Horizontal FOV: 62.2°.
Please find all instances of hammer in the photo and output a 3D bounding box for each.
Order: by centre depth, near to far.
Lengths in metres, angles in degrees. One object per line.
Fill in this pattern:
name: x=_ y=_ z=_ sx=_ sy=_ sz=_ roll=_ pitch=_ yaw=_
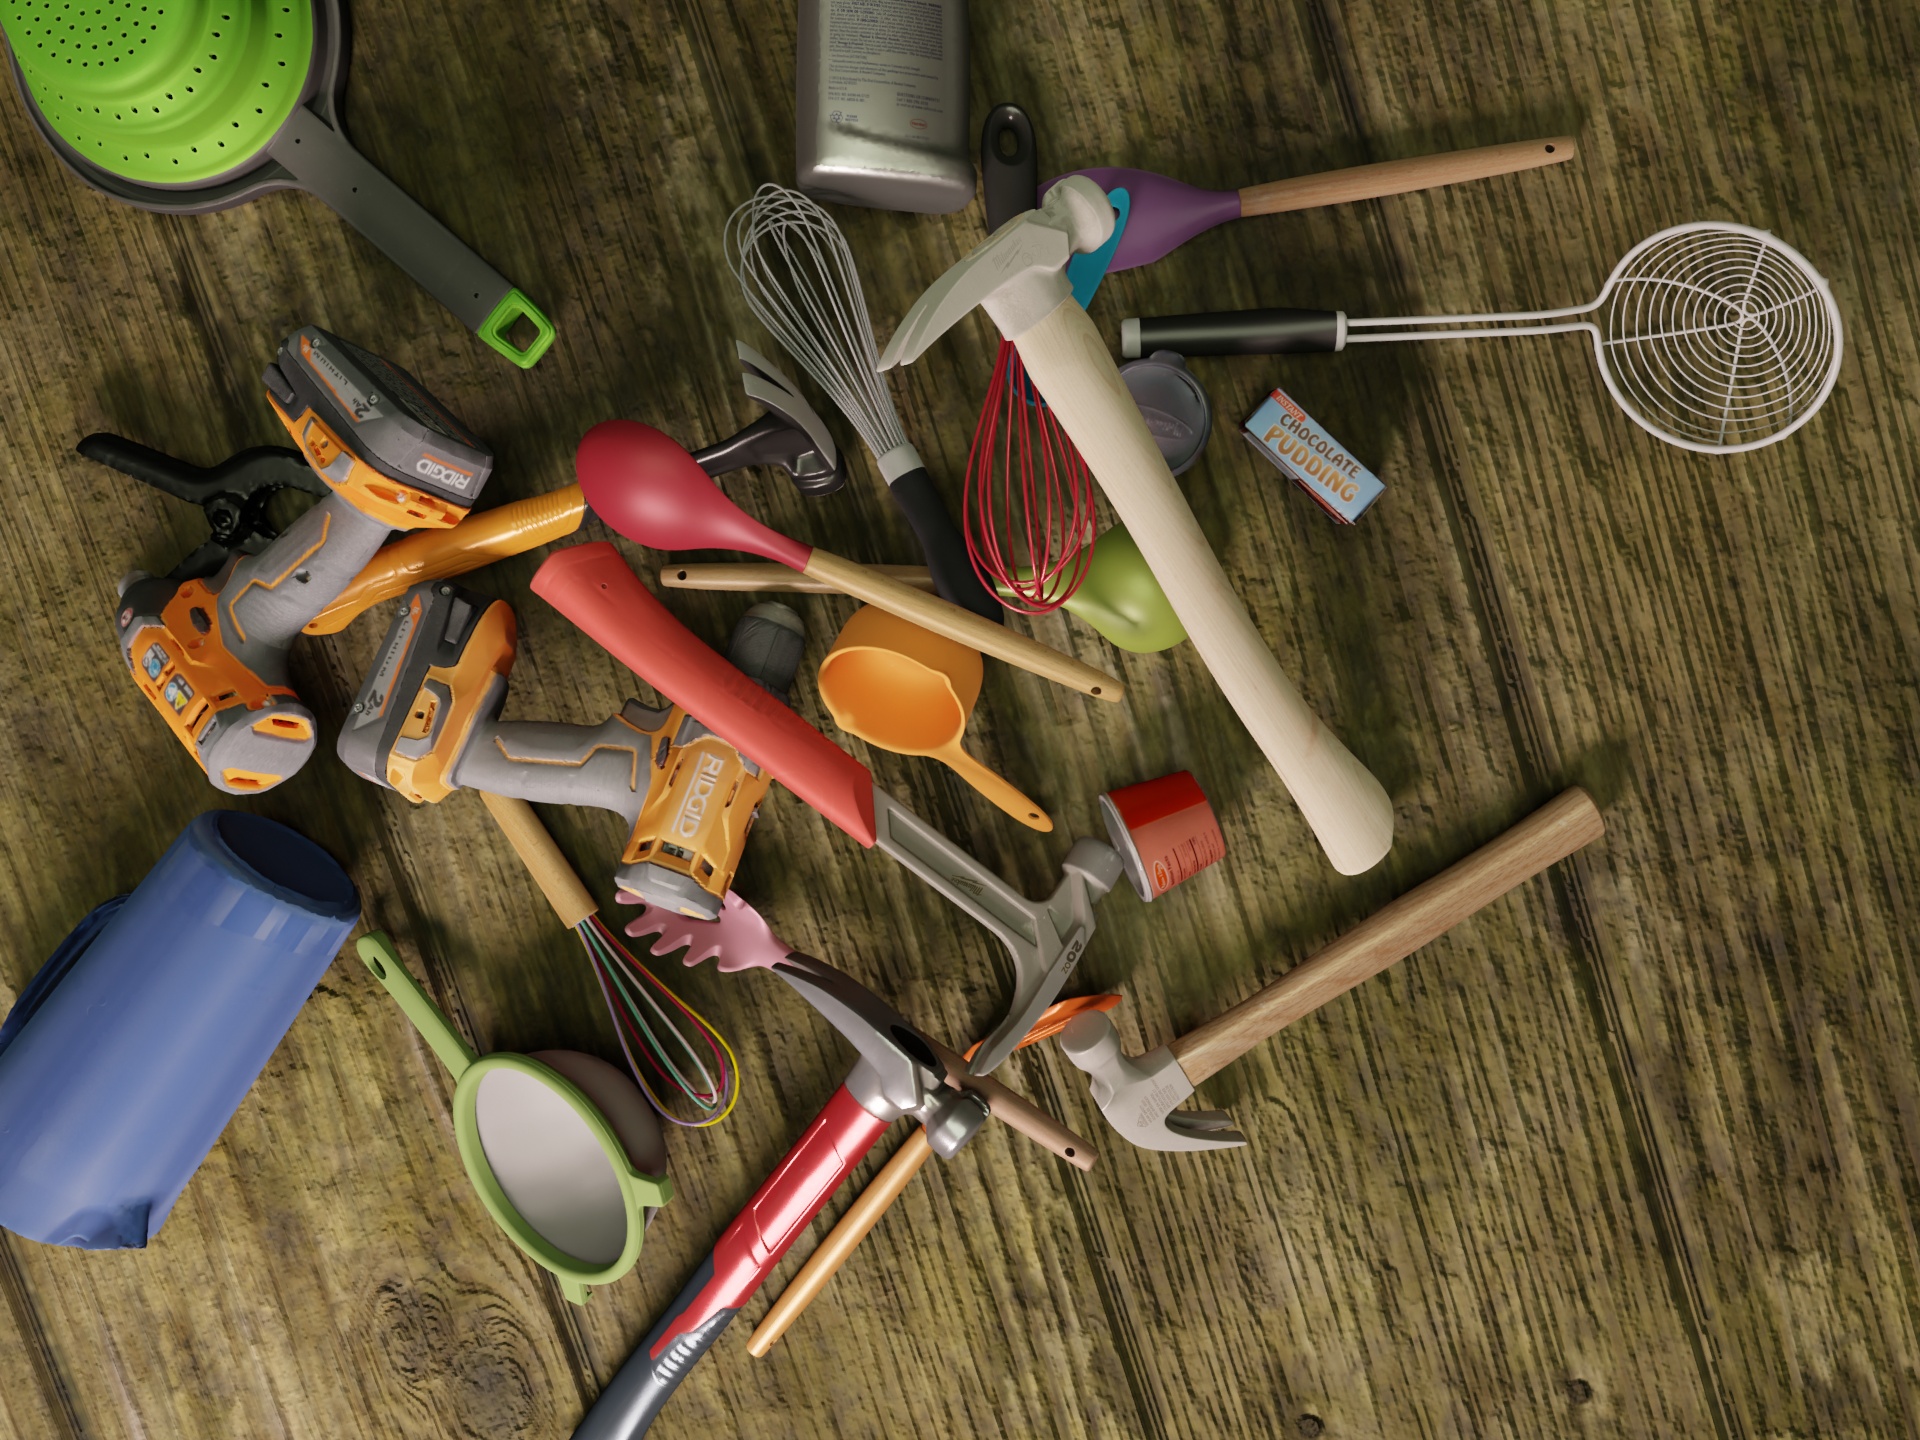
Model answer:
hammer: x=0.116 y=-0.070 z=0.838 sx=0.146 sy=0.038 sz=0.410 roll=-45 pitch=114 yaw=-23
hammer: x=-0.084 y=0.034 z=0.863 sx=0.359 sy=0.036 sz=0.149 roll=38 pitch=70 yaw=-8
hammer: x=-0.238 y=-0.116 z=0.895 sx=0.337 sy=0.127 sz=0.034 roll=-18 pitch=69 yaw=11
hammer: x=0.224 y=0.140 z=0.913 sx=0.331 sy=0.031 sz=0.130 roll=-32 pitch=121 yaw=0
hammer: x=-0.145 y=0.312 z=0.929 sx=0.143 sy=0.038 sz=0.386 roll=40 pitch=110 yaw=10

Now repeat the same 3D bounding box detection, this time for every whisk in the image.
whisk: x=0.033 y=-0.200 z=0.867 sx=0.073 sy=0.073 sz=0.296 roll=-3 pitch=79 yaw=4
whisk: x=-0.048 y=-0.169 z=0.881 sx=0.070 sy=0.070 sz=0.284 roll=-28 pitch=86 yaw=6
whisk: x=-0.209 y=0.135 z=0.949 sx=0.047 sy=0.051 sz=0.245 roll=-35 pitch=88 yaw=15

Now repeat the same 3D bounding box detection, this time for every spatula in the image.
spatula: x=0.181 y=-0.296 z=0.890 sx=0.316 sy=0.018 sz=0.060 roll=-8 pitch=94 yaw=5
spatula: x=-0.026 y=0.270 z=0.950 sx=0.041 sy=0.081 sz=0.322 roll=43 pitch=103 yaw=26

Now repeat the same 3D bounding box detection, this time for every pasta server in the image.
pasta server: x=-0.061 y=0.167 z=0.907 sx=0.316 sy=0.040 sz=0.060 roll=30 pitch=106 yaw=17

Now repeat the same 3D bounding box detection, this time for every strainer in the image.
strainer: x=-0.260 y=0.213 z=0.952 sx=0.256 sy=0.069 sz=0.151 roll=46 pitch=129 yaw=12

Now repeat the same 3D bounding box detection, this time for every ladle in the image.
ladle: x=-0.057 y=-0.074 z=0.839 sx=0.315 sy=0.031 sz=0.069 roll=23 pitch=129 yaw=-8
ladle: x=-0.015 y=-0.081 z=0.920 sx=0.320 sy=0.062 sz=0.078 roll=2 pitch=94 yaw=10

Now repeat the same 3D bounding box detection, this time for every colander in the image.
colander: x=-0.392 y=-0.339 z=0.879 sx=0.397 sy=0.094 sz=0.204 roll=41 pitch=97 yaw=-2

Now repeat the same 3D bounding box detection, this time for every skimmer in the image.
skimmer: x=0.270 y=-0.202 z=0.859 sx=0.363 sy=0.090 sz=0.127 roll=-1 pitch=128 yaw=6

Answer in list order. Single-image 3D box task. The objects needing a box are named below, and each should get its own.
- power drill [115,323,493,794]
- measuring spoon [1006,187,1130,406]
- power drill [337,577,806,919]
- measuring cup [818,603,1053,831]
power drill: x=-0.372 y=-0.095 z=0.865 sx=0.164 sy=0.084 sz=0.226 roll=41 pitch=99 yaw=26
measuring spoon: x=0.066 y=-0.238 z=0.899 sx=0.042 sy=0.021 sz=0.128 roll=26 pitch=99 yaw=11
power drill: x=-0.209 y=-0.008 z=0.905 sx=0.226 sy=0.084 sz=0.185 roll=20 pitch=76 yaw=2
measuring cup: x=-0.001 y=-0.003 z=0.915 sx=0.173 sy=0.052 sz=0.095 roll=40 pitch=140 yaw=-24
